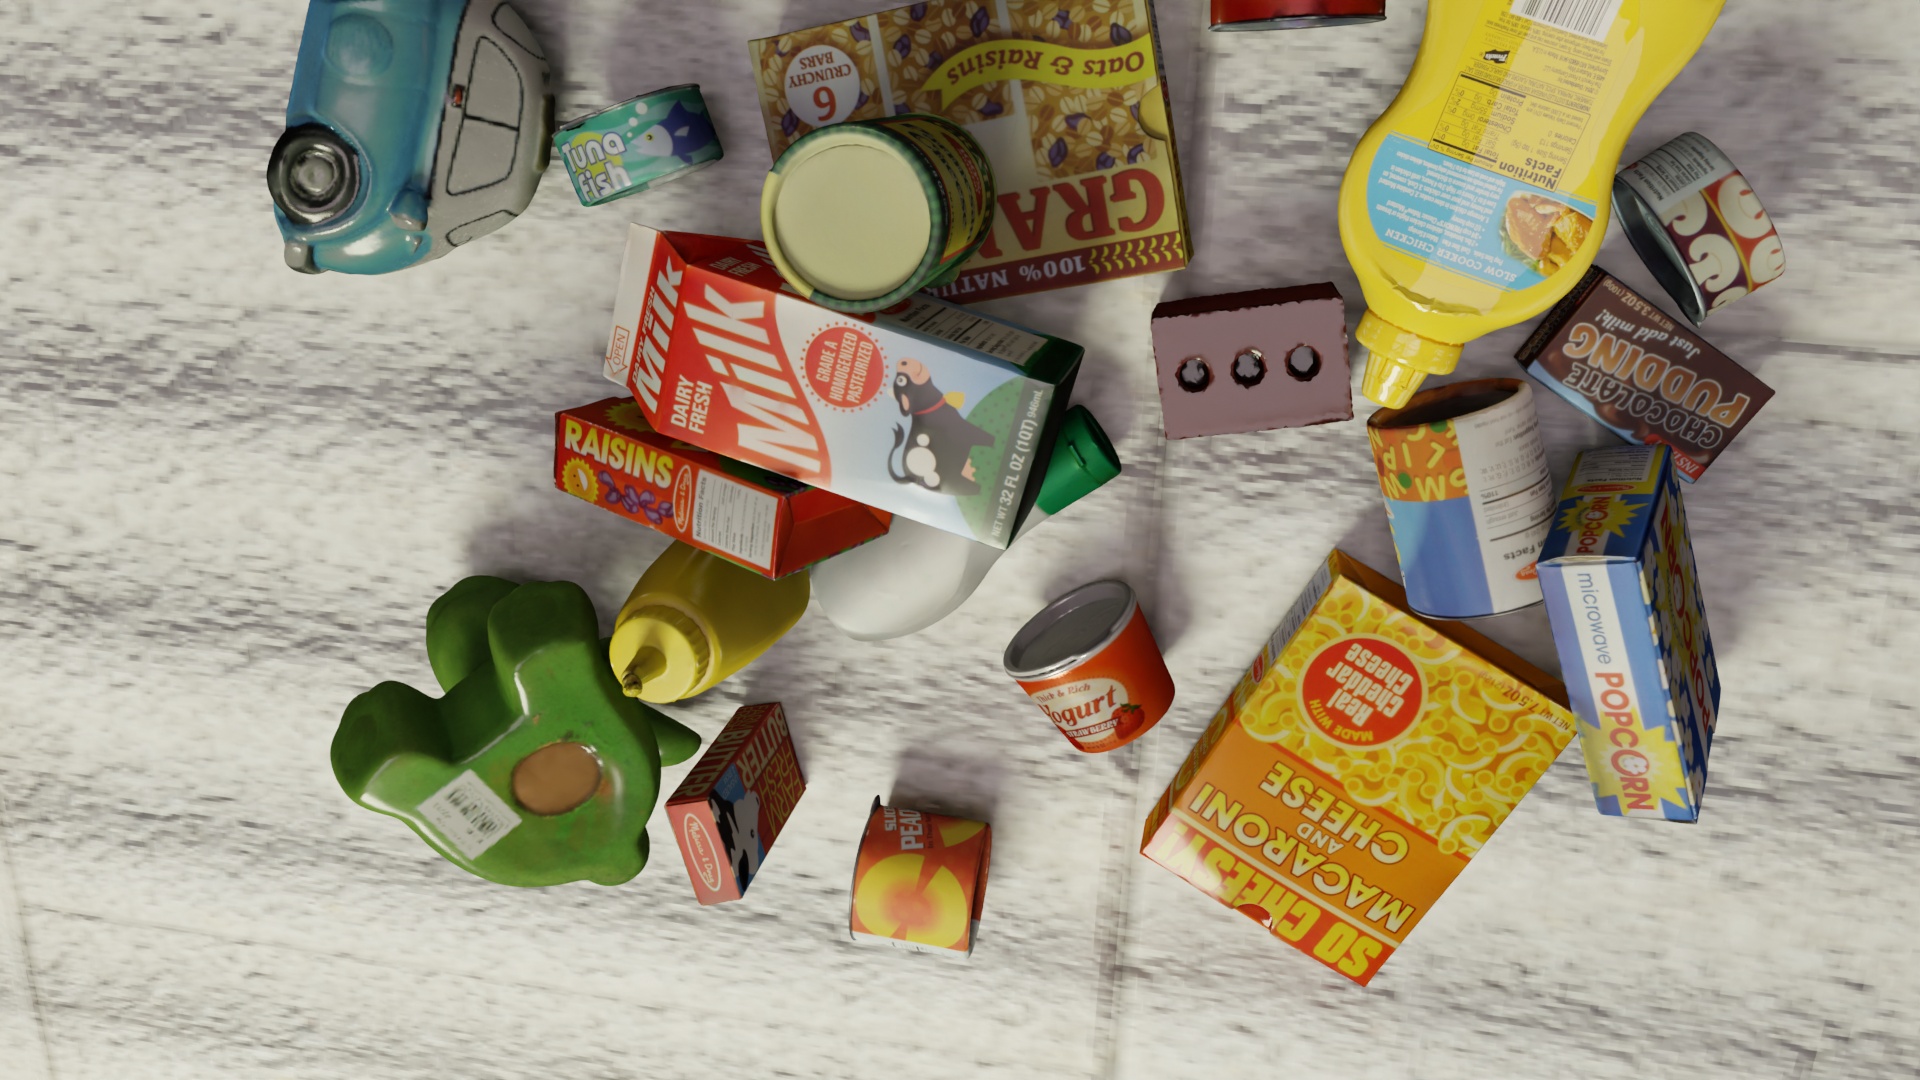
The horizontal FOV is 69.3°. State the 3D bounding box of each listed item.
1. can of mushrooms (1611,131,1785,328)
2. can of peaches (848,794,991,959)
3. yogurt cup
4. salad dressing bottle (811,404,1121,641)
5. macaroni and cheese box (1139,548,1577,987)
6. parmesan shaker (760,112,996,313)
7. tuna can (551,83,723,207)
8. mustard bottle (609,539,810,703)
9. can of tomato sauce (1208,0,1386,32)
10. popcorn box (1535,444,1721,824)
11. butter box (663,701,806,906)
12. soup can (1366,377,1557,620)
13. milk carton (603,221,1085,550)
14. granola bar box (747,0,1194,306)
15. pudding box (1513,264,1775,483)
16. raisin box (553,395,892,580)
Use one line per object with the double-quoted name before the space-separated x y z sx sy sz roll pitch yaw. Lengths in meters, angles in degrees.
"can of mushrooms" 0.280 -0.117 0.528 0.033 0.071 0.071 -32 99 18
"can of peaches" -0.018 0.163 0.675 0.058 0.071 0.071 8 109 9
"yogurt cup" 0.061 0.059 0.629 0.072 0.073 0.054 -27 108 18
"salad dressing bottle" 0.002 -0.008 0.630 0.147 0.044 0.064 -32 93 17
"macaroni and cheese box" 0.177 0.106 0.632 0.124 0.040 0.165 31 110 1
"parmesan shaker" -0.026 -0.123 0.524 0.071 0.103 0.071 3 109 10
"tuna can" -0.138 -0.168 0.592 0.071 0.071 0.032 -16 105 16
"mustard bottle" -0.114 0.032 0.603 0.048 0.161 0.065 -27 99 19
"can of tomato sauce" 0.126 -0.236 0.519 0.071 0.071 0.082 1 107 11
"popcorn box" 0.269 0.036 0.553 0.038 0.085 0.126 -5 119 37
"butter box" -0.104 0.122 0.659 0.024 0.104 0.053 -11 106 15
"soup can" 0.208 -0.018 0.575 0.071 0.071 0.083 -14 103 15
"milk carton" -0.054 -0.068 0.564 0.191 0.074 0.072 20 113 7
"granola bar box" 0.005 -0.163 0.582 0.165 0.039 0.124 -8 106 14
"pudding box" 0.275 -0.067 0.563 0.084 0.030 0.049 35 112 -1
"raisin box" -0.101 -0.030 0.602 0.123 0.086 0.040 20 114 26
